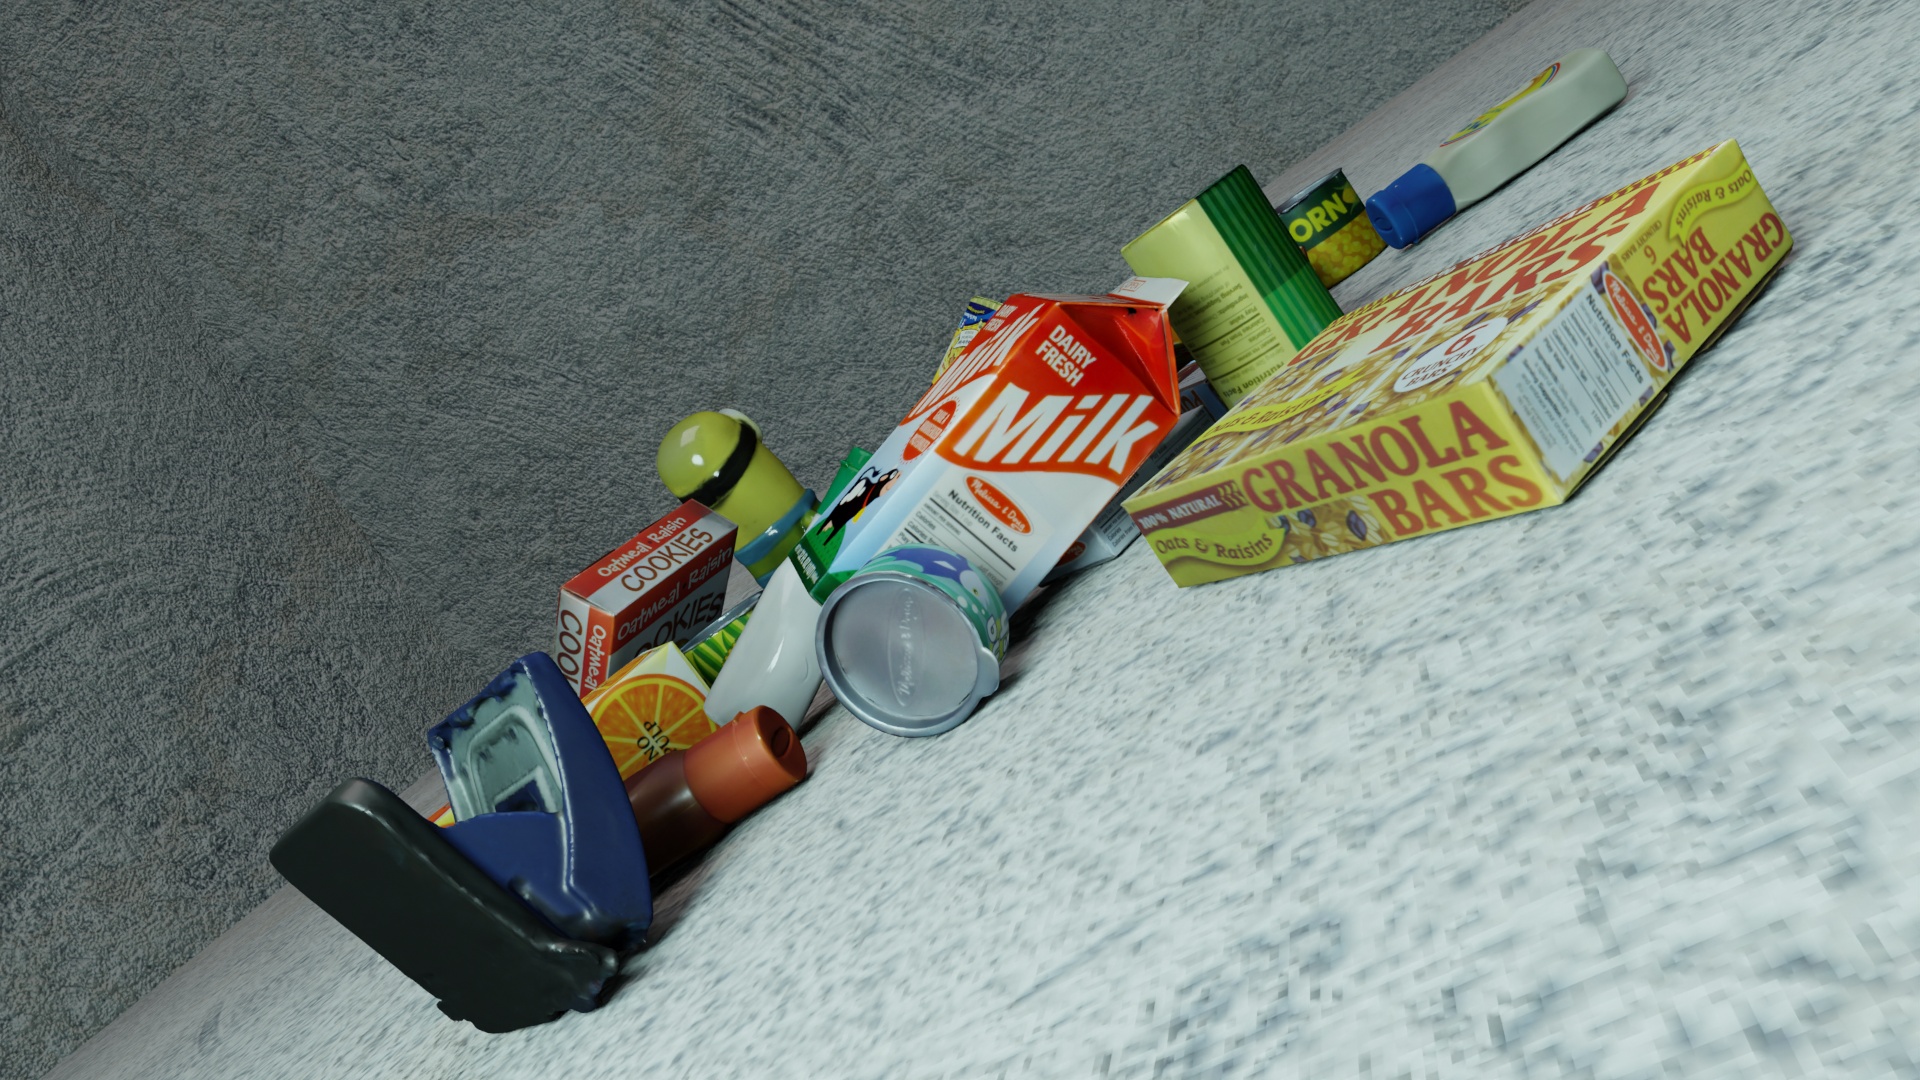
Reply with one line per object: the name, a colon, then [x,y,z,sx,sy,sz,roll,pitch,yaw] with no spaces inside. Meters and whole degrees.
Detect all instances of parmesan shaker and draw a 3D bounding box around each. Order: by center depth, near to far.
parmesan shaker: [0.128,-0.107,0.613,0.071,0.103,0.071,-35,7,5]

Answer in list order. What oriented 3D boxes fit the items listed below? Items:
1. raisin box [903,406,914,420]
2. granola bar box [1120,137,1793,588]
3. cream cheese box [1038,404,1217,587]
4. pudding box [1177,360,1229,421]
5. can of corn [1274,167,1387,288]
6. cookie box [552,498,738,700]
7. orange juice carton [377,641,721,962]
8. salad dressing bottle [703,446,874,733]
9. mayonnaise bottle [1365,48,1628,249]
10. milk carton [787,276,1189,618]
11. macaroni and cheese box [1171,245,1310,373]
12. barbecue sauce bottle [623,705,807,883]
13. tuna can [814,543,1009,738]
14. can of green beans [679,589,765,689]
raisin box: [-0.003,-0.052,0.922,0.040,0.086,0.123,-63,4,8]
granola bar box: [0.140,-0.045,0.418,0.125,0.039,0.165,-40,8,-25]
cream cheese box: [0.074,-0.021,0.626,0.104,0.024,0.053,-41,11,-37]
pudding box: [0.128,-0.075,0.700,0.050,0.030,0.083,-39,8,-18]
can of corn: [0.232,-0.197,0.898,0.071,0.058,0.071,-35,7,5]
cookie box: [-0.193,0.073,0.829,0.123,0.040,0.166,-45,-25,-55]
orange juice carton: [-0.204,0.138,0.688,0.193,0.073,0.071,-39,8,-25]
salad dressing bottle: [-0.071,0.027,0.673,0.147,0.044,0.064,-62,22,-1]
mayonnaise bottle: [0.307,-0.226,0.806,0.148,0.041,0.065,-35,9,3]
milk carton: [0.020,-0.037,0.576,0.190,0.073,0.072,-49,18,1]
macaroni and cheese box: [0.127,-0.129,0.879,0.124,0.040,0.166,-18,-2,-24]
barbecue sauce bottle: [-0.134,0.122,0.589,0.148,0.043,0.065,-33,7,12]
tuna can: [-0.015,0.036,0.511,0.071,0.071,0.033,-32,7,28]
can of green beans: [-0.124,0.071,0.811,0.071,0.058,0.071,-35,7,5]
